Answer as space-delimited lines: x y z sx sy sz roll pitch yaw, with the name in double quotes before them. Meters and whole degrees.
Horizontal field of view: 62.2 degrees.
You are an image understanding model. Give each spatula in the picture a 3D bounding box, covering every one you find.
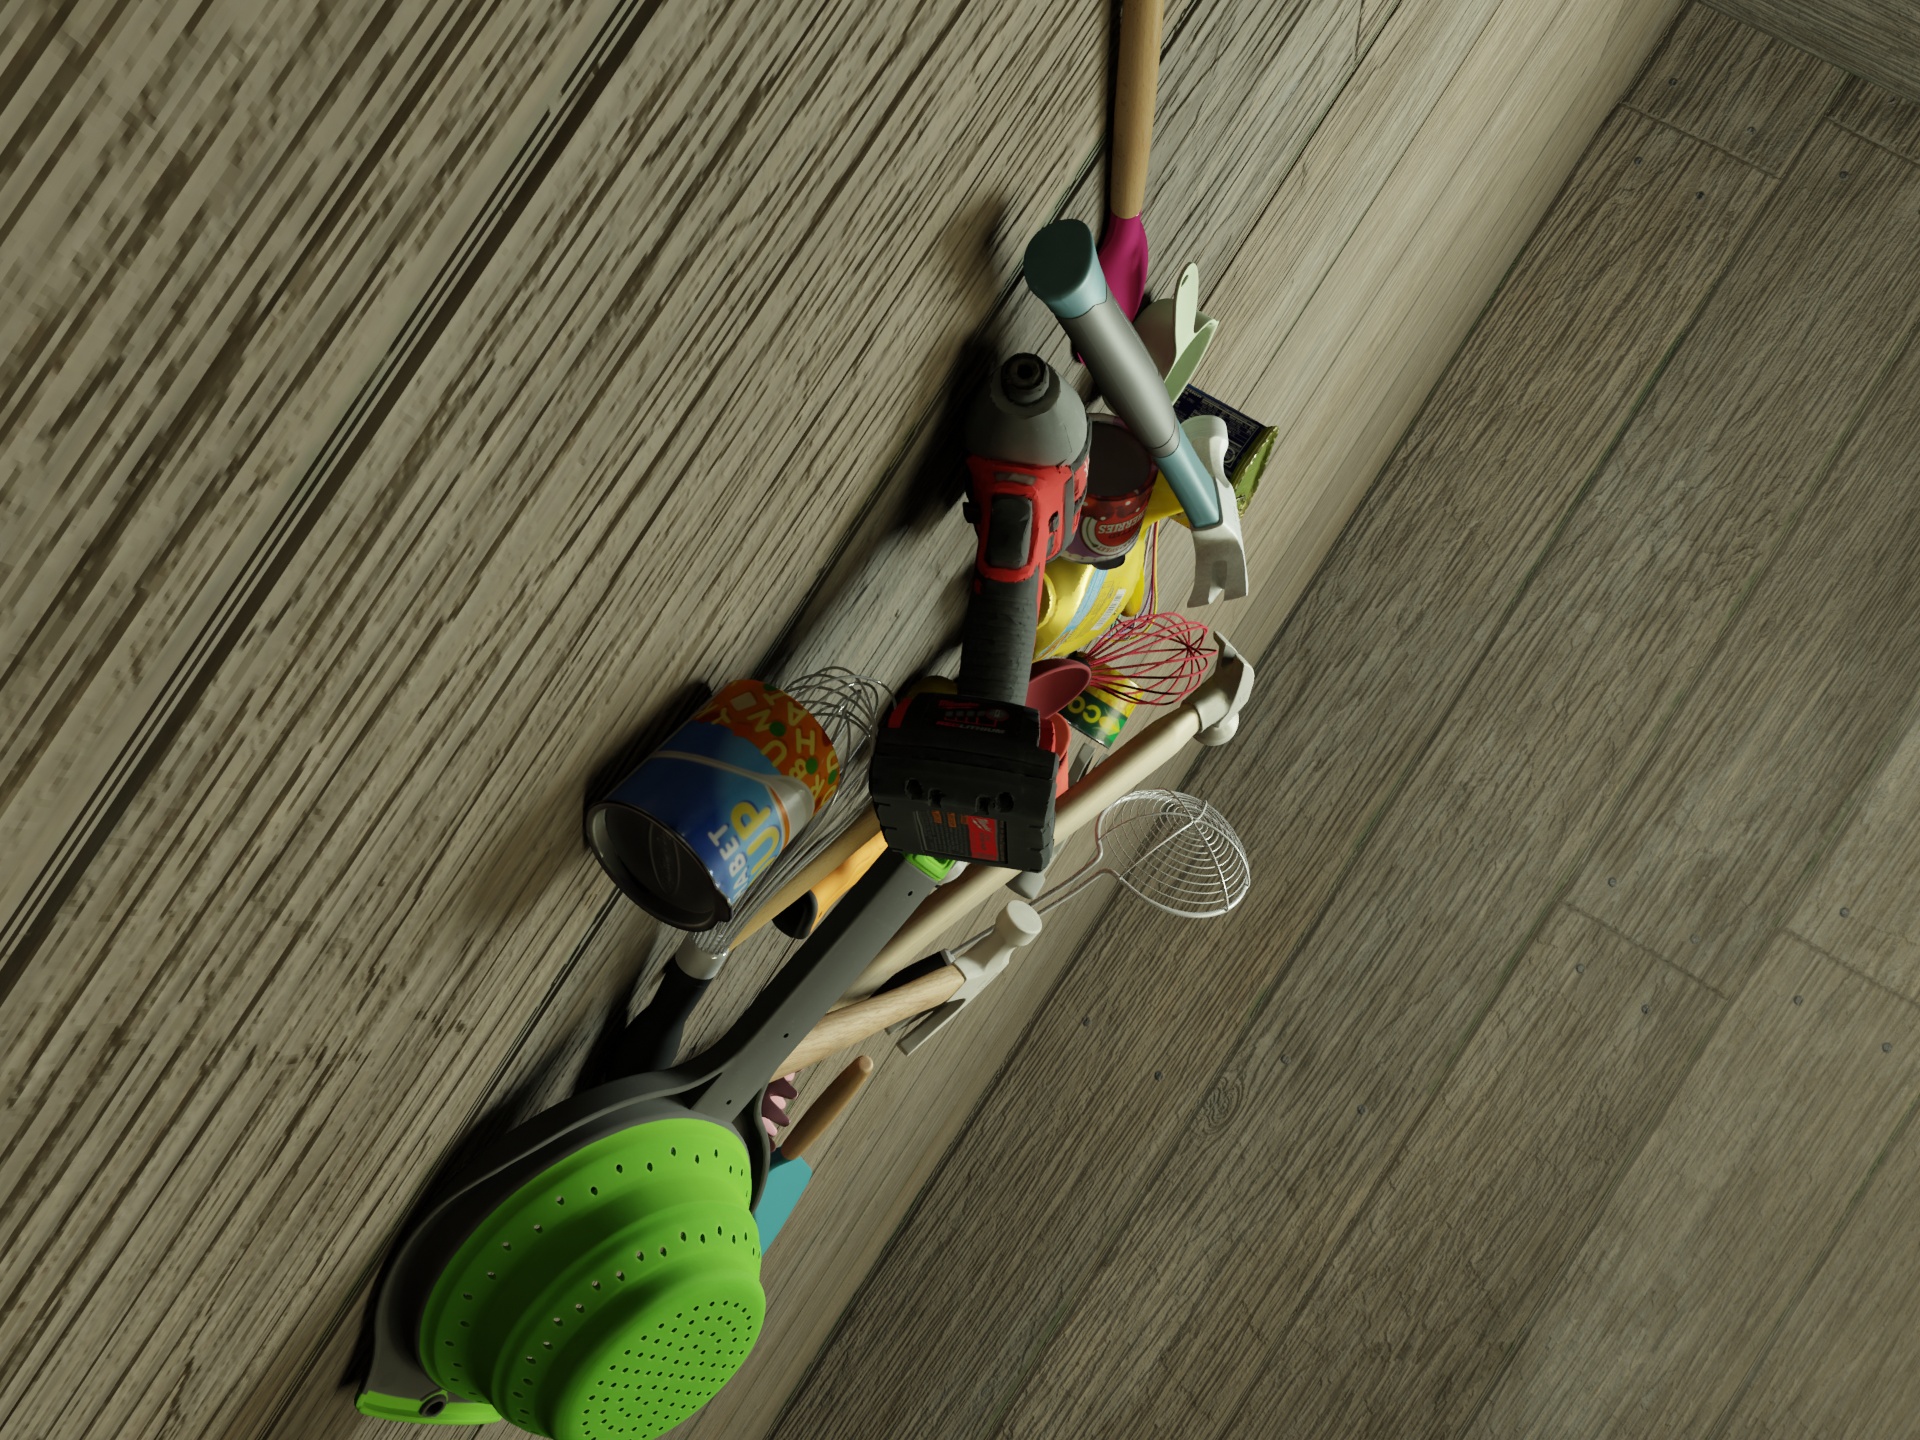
"spatula" -0.104 0.301 1.129 0.082 0.044 0.317 -55 179 -37

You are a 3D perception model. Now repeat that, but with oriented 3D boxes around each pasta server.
"pasta server" -0.076 0.197 1.200 0.316 0.040 0.060 -53 179 -26

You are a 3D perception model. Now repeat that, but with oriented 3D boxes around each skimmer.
"skimmer" 0.054 0.169 1.245 0.363 0.127 0.090 -31 144 1

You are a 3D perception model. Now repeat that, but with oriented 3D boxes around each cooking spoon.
"cooking spoon" 0.078 -0.251 0.732 0.069 0.017 0.318 -55 168 -11

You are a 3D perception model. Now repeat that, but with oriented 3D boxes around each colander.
"colander" -0.107 0.212 0.752 0.397 0.095 0.204 -49 143 -1

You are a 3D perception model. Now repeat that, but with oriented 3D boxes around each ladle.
"ladle" -0.040 0.049 0.896 0.315 0.031 0.069 -38 163 -29

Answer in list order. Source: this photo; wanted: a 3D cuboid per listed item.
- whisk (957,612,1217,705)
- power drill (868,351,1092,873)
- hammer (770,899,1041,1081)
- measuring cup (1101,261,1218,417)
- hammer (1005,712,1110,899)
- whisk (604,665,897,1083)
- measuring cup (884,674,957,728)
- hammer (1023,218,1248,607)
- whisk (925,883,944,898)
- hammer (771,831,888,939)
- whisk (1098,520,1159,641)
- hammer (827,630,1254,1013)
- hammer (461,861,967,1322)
"whisk" 0.094 -0.035 1.127 0.295 0.073 0.073 -11 135 -51
"power drill" 0.018 -0.053 0.724 0.143 0.078 0.220 84 15 -70
"hammer" -0.077 0.201 1.036 0.331 0.031 0.130 -12 147 -53
"measuring cup" 0.108 -0.217 0.878 0.083 0.038 0.167 -55 169 -7
"hammer" 0.075 0.045 1.248 0.149 0.037 0.359 -60 169 -11
"whisk" -0.112 0.089 0.765 0.284 0.070 0.070 -58 169 25
"measuring cup" -0.002 -0.003 0.979 0.062 0.029 0.156 -57 163 16
"hammer" 0.095 -0.150 0.788 0.330 0.033 0.128 34 47 -65
"whisk" 0.013 0.074 1.237 0.055 0.055 0.239 -64 171 28
"hammer" -0.027 0.054 1.046 0.337 0.034 0.127 -35 155 -60
"whisk" 0.143 -0.145 1.197 0.051 0.047 0.244 -46 160 -38
"hammer" 0.038 0.088 1.102 0.410 0.038 0.146 -37 161 -9
"hammer" -0.125 0.186 0.841 0.386 0.038 0.143 -47 174 -14
